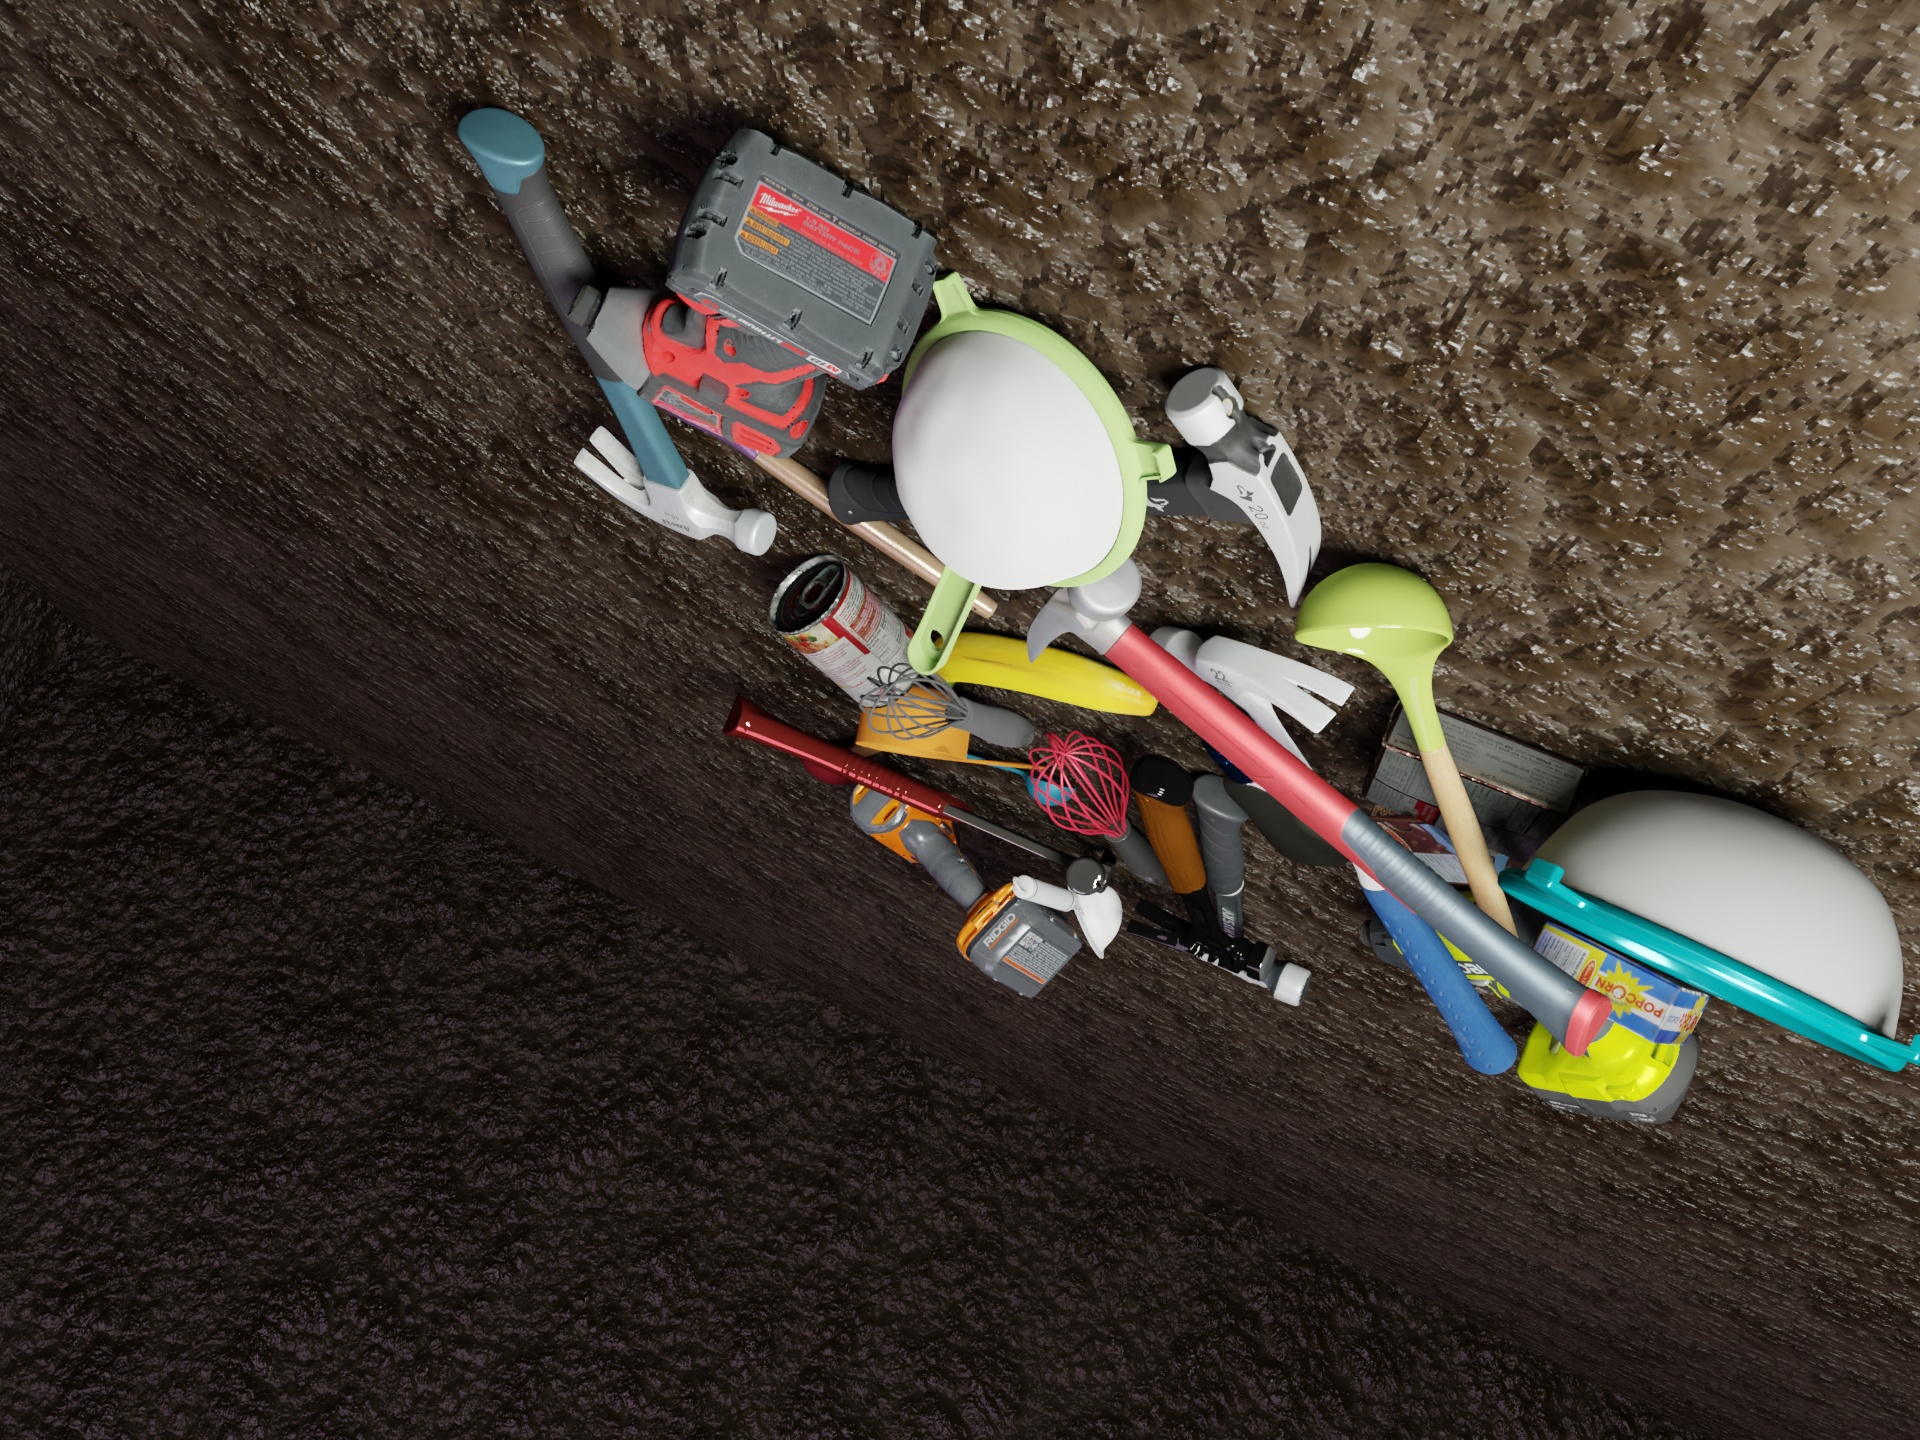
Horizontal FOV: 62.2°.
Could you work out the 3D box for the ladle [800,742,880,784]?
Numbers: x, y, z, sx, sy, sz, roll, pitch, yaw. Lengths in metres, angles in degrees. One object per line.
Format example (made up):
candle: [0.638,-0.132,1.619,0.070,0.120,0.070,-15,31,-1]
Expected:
ladle: [-0.081,0.023,1.433,0.069,0.031,0.315,32,159,-16]

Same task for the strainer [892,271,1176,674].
strainer: [-0.003,-0.090,0.819,0.151,0.069,0.256,42,144,11]

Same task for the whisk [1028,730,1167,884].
whisk: [0.120,0.080,1.271,0.073,0.073,0.295,17,165,28]

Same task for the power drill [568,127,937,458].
power drill: [-0.113,-0.203,0.800,0.143,0.078,0.220,25,166,-21]

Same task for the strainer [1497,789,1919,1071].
strainer: [0.418,0.099,0.895,0.211,0.095,0.340,26,-178,17]

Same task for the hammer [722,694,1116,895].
hammer: [-0.036,0.063,1.372,0.359,0.037,0.149,23,-177,8]

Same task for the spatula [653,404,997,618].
spatula: [-0.107,-0.156,1.014,0.315,0.018,0.060,33,159,-13]

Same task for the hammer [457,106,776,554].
hammer: [-0.207,-0.216,0.937,0.128,0.033,0.330,19,155,20]

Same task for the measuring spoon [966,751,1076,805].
measuring spoon: [0.038,0.048,1.326,0.129,0.021,0.042,17,-175,36]

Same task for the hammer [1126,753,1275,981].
hammer: [0.166,0.113,1.223,0.127,0.034,0.336,18,158,25]

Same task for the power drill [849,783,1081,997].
power drill: [0.006,0.148,1.465,0.227,0.084,0.164,44,-178,33]

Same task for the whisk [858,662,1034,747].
whisk: [-0.002,-0.002,1.136,0.055,0.055,0.238,17,180,28]

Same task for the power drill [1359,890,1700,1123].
power drill: [0.412,0.200,1.163,0.223,0.080,0.171,38,159,-18]

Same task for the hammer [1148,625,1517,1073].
hammer: [0.263,0.097,1.009,0.405,0.035,0.144,51,164,-29]

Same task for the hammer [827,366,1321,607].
hammer: [0.044,-0.122,0.875,0.335,0.035,0.146,7,151,46]

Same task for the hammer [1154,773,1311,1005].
hammer: [0.218,0.140,1.322,0.149,0.036,0.408,21,160,21]

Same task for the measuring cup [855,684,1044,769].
measuring cup: [0.000,0.006,1.262,0.173,0.052,0.095,10,175,-33]

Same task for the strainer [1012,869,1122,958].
strainer: [0.095,0.158,1.381,0.050,0.087,0.258,-25,159,16]

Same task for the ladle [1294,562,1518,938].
ladle: [0.262,0.040,0.871,0.078,0.062,0.319,-1,134,37]

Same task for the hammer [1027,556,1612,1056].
hammer: [0.200,0.053,0.897,0.386,0.038,0.143,40,164,1]
